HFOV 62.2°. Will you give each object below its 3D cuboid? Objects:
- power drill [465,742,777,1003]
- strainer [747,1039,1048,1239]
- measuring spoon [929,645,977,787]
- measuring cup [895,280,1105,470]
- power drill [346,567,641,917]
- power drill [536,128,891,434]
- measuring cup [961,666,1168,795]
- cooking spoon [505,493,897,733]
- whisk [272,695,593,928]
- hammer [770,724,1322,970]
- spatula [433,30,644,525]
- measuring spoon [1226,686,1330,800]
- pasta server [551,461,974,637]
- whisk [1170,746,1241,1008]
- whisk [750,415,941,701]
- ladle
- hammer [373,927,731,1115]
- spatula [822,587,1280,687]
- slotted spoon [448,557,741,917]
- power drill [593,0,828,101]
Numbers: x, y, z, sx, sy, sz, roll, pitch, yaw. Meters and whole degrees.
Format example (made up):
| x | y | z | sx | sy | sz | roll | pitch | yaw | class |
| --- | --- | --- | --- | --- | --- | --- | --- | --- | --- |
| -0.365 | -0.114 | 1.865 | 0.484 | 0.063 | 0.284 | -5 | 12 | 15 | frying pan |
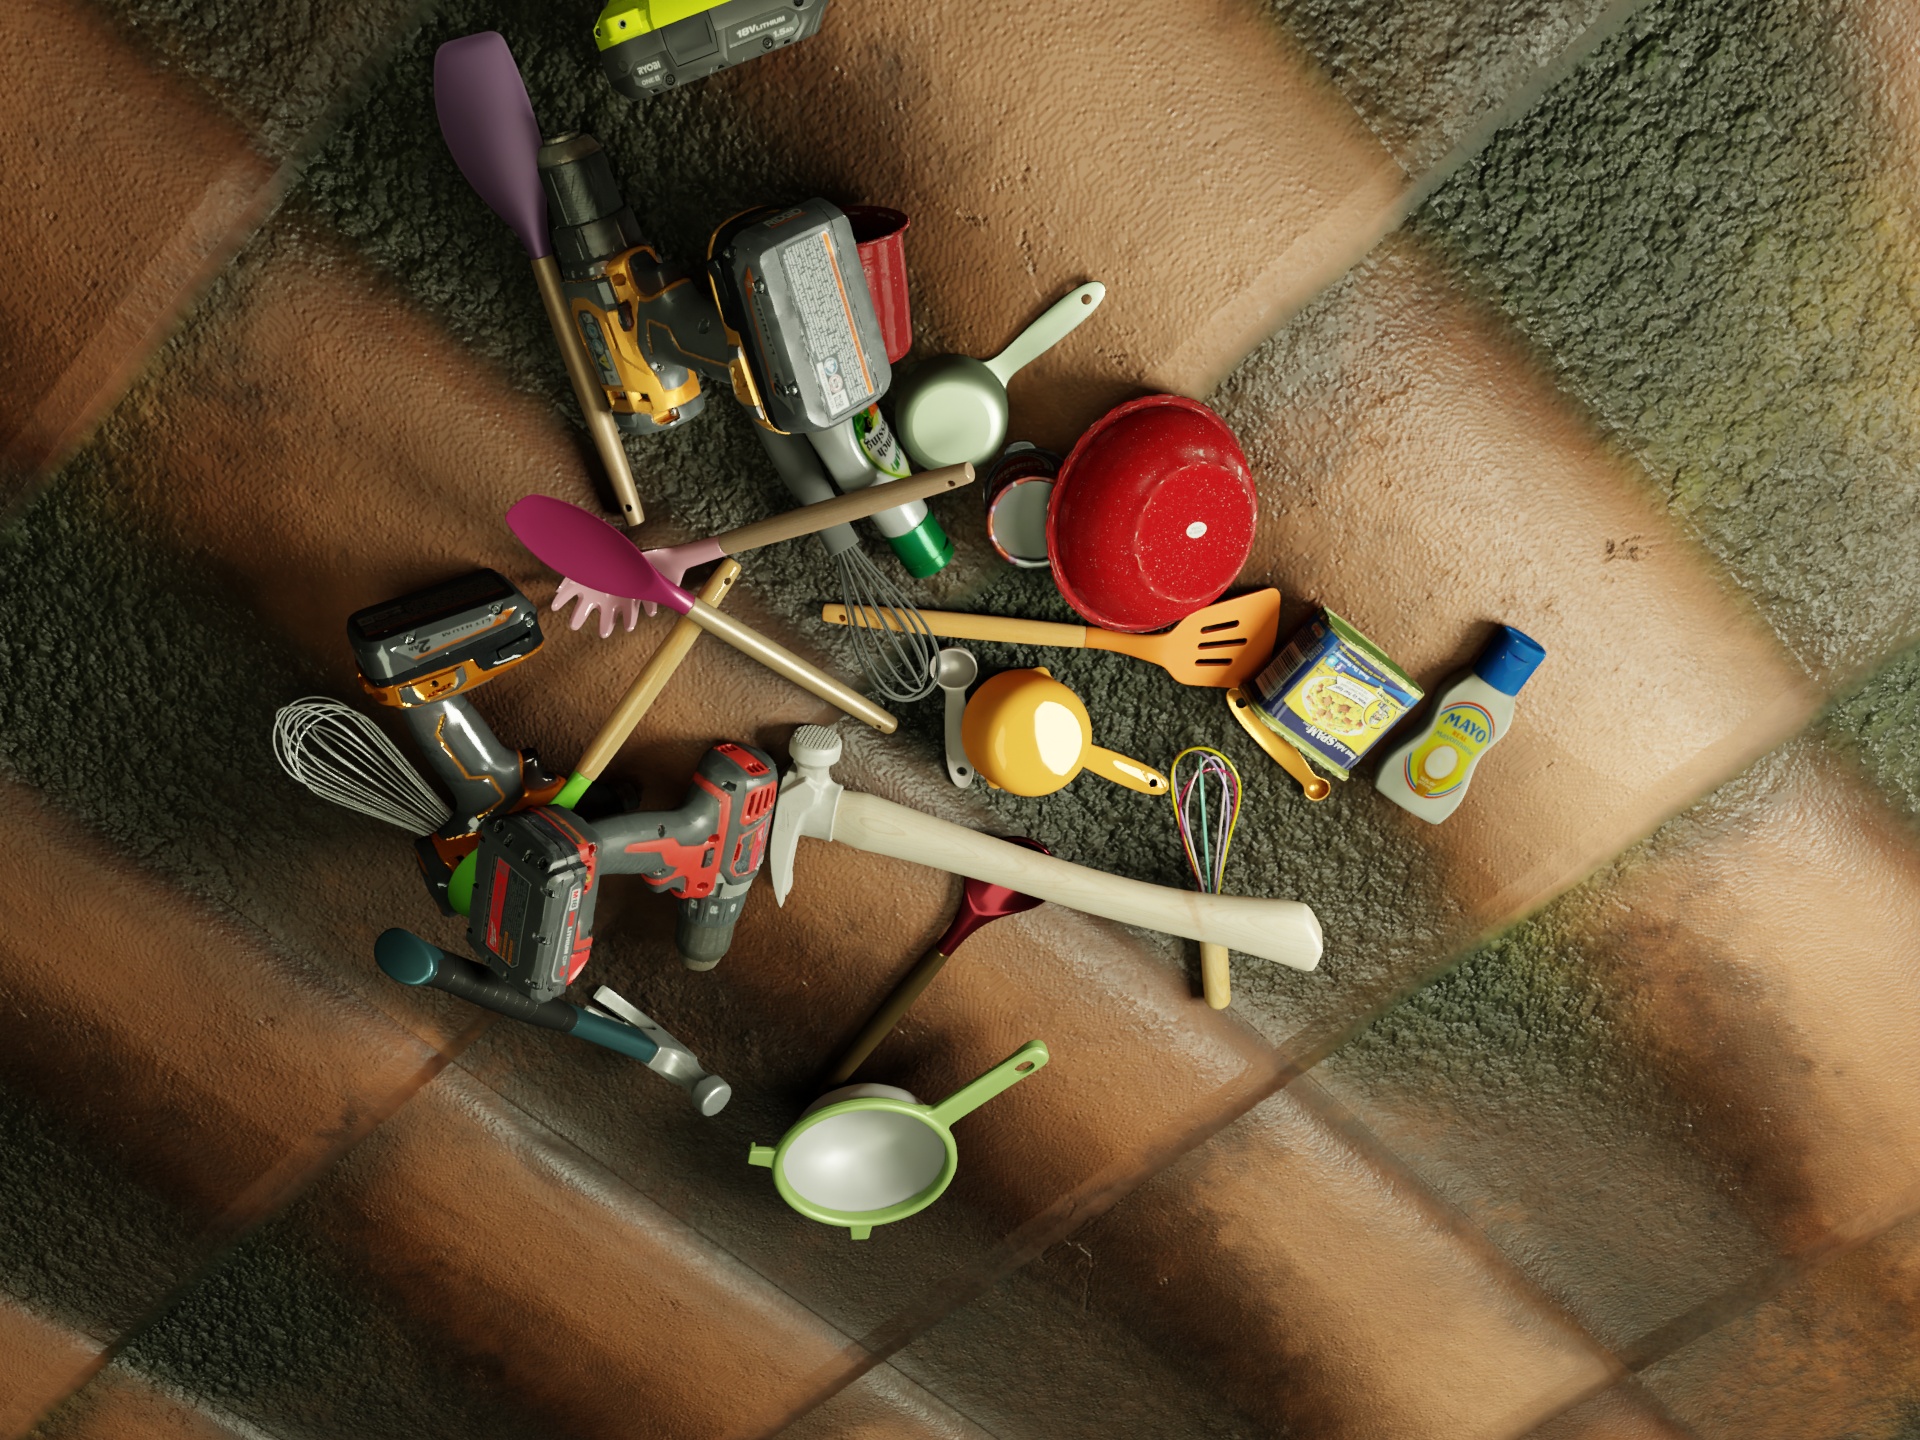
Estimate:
| x | y | z | sx | sy | sz | roll | pitch | yaw | class |
| --- | --- | --- | --- | --- | --- | --- | --- | --- | --- |
| -0.231 | 0.122 | 1.132 | 0.080 | 0.226 | 0.187 | 32 | 120 | 30 | power drill |
| -0.039 | 0.314 | 1.298 | 0.256 | 0.069 | 0.151 | -35 | 122 | 14 | strainer |
| -0.002 | -0.004 | 1.166 | 0.034 | 0.018 | 0.124 | 0 | 125 | 6 | measuring spoon |
| 0.028 | -0.225 | 1.032 | 0.167 | 0.038 | 0.083 | -37 | 112 | 20 | measuring cup |
| -0.323 | 0.014 | 1.124 | 0.164 | 0.084 | 0.226 | -23 | 121 | -23 | power drill |
| -0.159 | -0.259 | 0.939 | 0.226 | 0.084 | 0.185 | 13 | 130 | 43 | power drill |
| 0.086 | 0.025 | 1.146 | 0.173 | 0.052 | 0.095 | 22 | 94 | -19 | measuring cup |
| -0.165 | -0.066 | 1.084 | 0.318 | 0.017 | 0.069 | 32 | 139 | -32 | cooking spoon |
| -0.388 | 0.079 | 1.188 | 0.070 | 0.070 | 0.284 | -39 | 116 | 18 | whisk |
| 0.060 | 0.123 | 1.176 | 0.410 | 0.038 | 0.146 | 15 | 118 | 4 | hammer |
| -0.262 | -0.272 | 1.021 | 0.060 | 0.018 | 0.315 | -12 | 116 | 9 | spatula |
| 0.234 | 0.016 | 1.177 | 0.021 | 0.011 | 0.116 | -38 | 108 | 18 | measuring spoon |
| -0.135 | -0.118 | 1.051 | 0.316 | 0.040 | 0.060 | -13 | 139 | 24 | pasta server |
| 0.193 | 0.125 | 1.215 | 0.047 | 0.051 | 0.244 | -10 | 120 | -1 | whisk |
| -0.082 | -0.117 | 1.076 | 0.055 | 0.055 | 0.239 | -25 | 103 | 13 | whisk |
| -0.027 | 0.200 | 1.263 | 0.069 | 0.031 | 0.315 | 34 | 115 | -9 | ladle |
| -0.296 | 0.212 | 1.156 | 0.033 | 0.128 | 0.330 | -55 | 146 | -6 | hammer |
| 0.064 | -0.065 | 1.127 | 0.322 | 0.041 | 0.081 | 6 | 119 | 2 | spatula |
| -0.249 | 0.016 | 1.108 | 0.314 | 0.031 | 0.070 | -54 | 134 | 0 | slotted spoon |
| -0.158 | -0.483 | 0.879 | 0.190 | 0.080 | 0.228 | -17 | 114 | 9 | power drill |
